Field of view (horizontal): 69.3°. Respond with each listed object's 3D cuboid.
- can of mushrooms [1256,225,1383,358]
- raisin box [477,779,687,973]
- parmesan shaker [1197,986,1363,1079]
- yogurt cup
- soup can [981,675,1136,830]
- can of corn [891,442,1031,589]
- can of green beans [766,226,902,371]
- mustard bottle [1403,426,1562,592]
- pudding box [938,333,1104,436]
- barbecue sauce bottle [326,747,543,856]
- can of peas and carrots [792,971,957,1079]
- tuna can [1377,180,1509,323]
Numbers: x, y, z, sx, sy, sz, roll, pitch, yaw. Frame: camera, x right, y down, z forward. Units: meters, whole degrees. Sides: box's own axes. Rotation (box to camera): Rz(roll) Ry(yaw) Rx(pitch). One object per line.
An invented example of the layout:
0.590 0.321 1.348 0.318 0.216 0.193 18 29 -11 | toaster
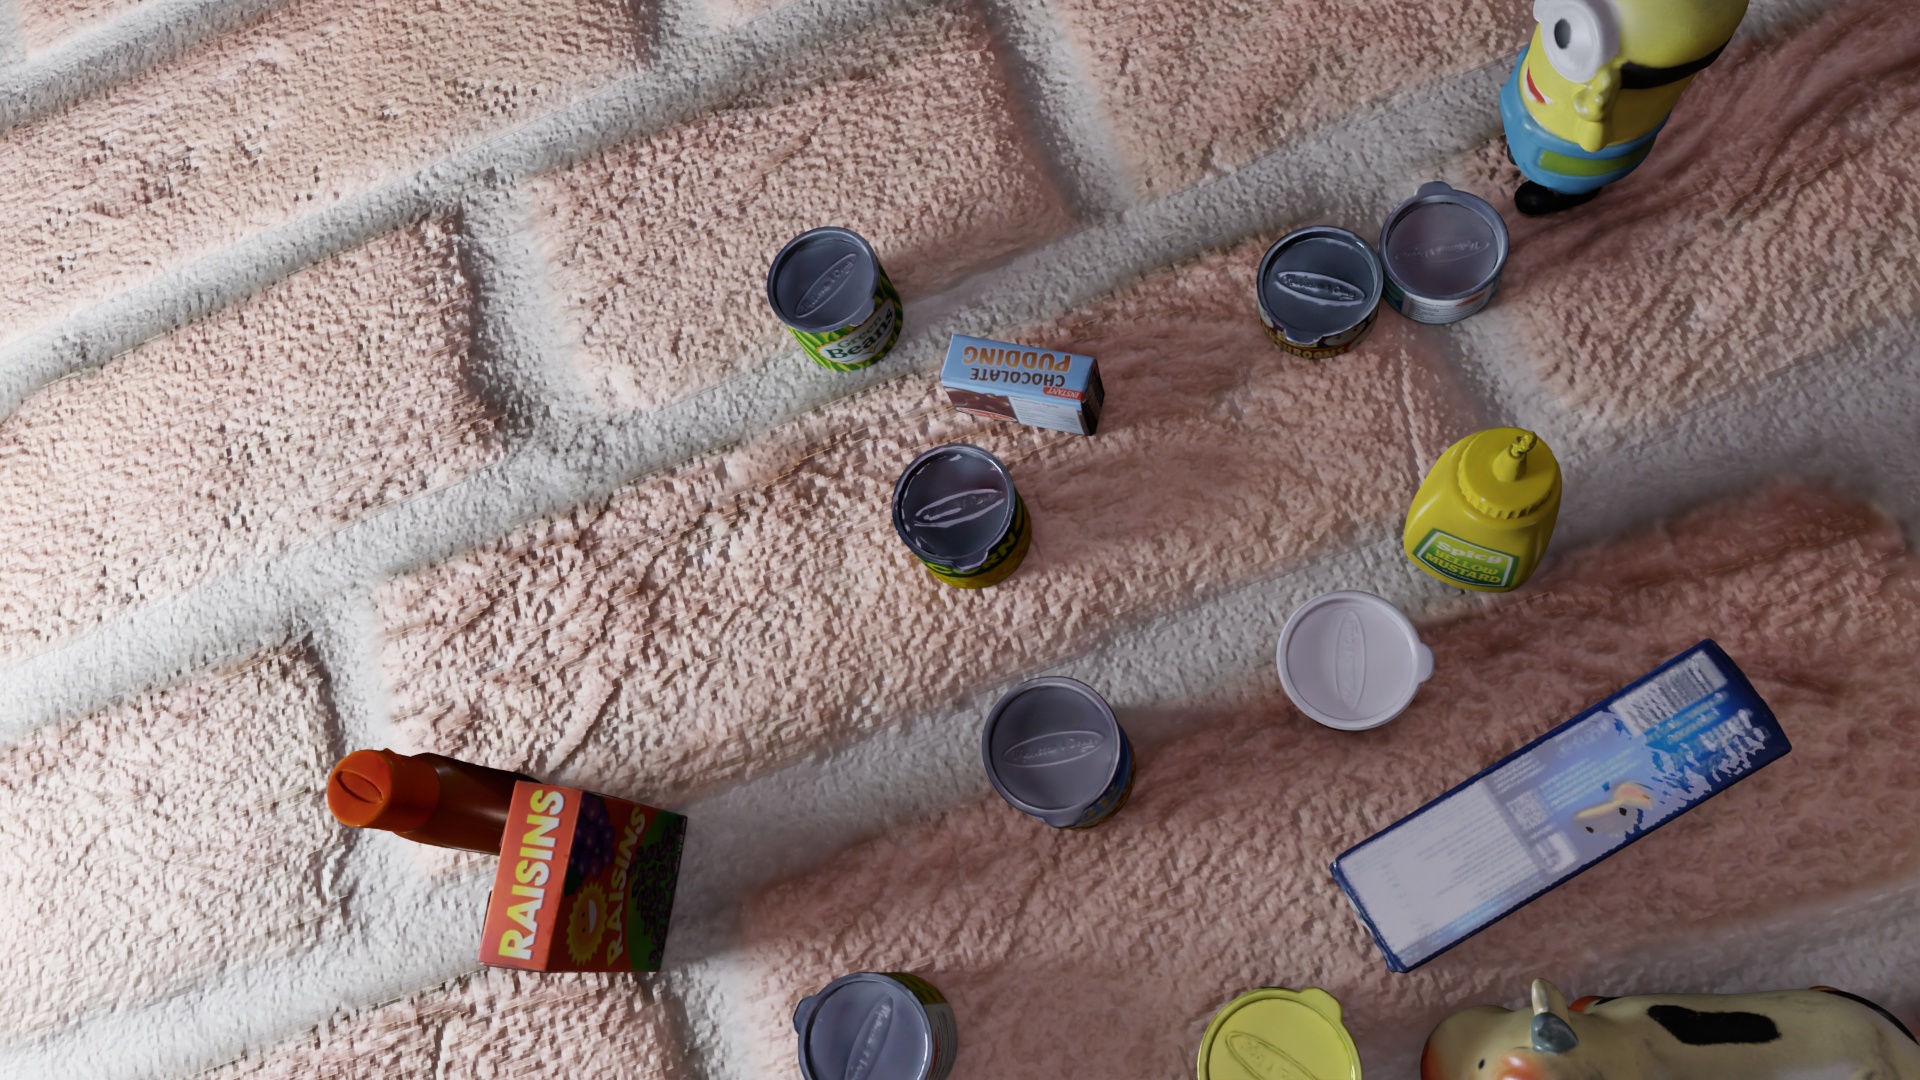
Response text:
0.194 -0.132 0.755 0.071 0.033 0.071 -4 72 12 | can of mushrooms
-0.186 0.171 0.696 0.040 0.123 0.086 4 74 14 | raisin box
0.143 0.230 0.615 0.071 0.103 0.071 -4 73 12 | parmesan shaker
0.190 0.063 0.684 0.072 0.054 0.072 -4 72 12 | yogurt cup
0.051 0.110 0.684 0.071 0.083 0.071 -4 73 12 | soup can
0.003 -0.009 0.746 0.071 0.058 0.071 -4 72 12 | can of corn
-0.071 -0.138 0.803 0.071 0.057 0.071 -4 72 12 | can of green beans
0.244 -0.018 0.640 0.065 0.160 0.049 20 79 18 | mustard bottle
0.034 -0.086 0.768 0.084 0.049 0.030 11 76 16 | pudding box
-0.262 0.134 0.712 0.065 0.148 0.044 25 80 18 | barbecue sauce bottle
-0.041 0.243 0.676 0.071 0.058 0.071 -4 72 12 | can of peas and carrots
0.258 -0.155 0.748 0.071 0.032 0.071 -4 72 12 | tuna can
